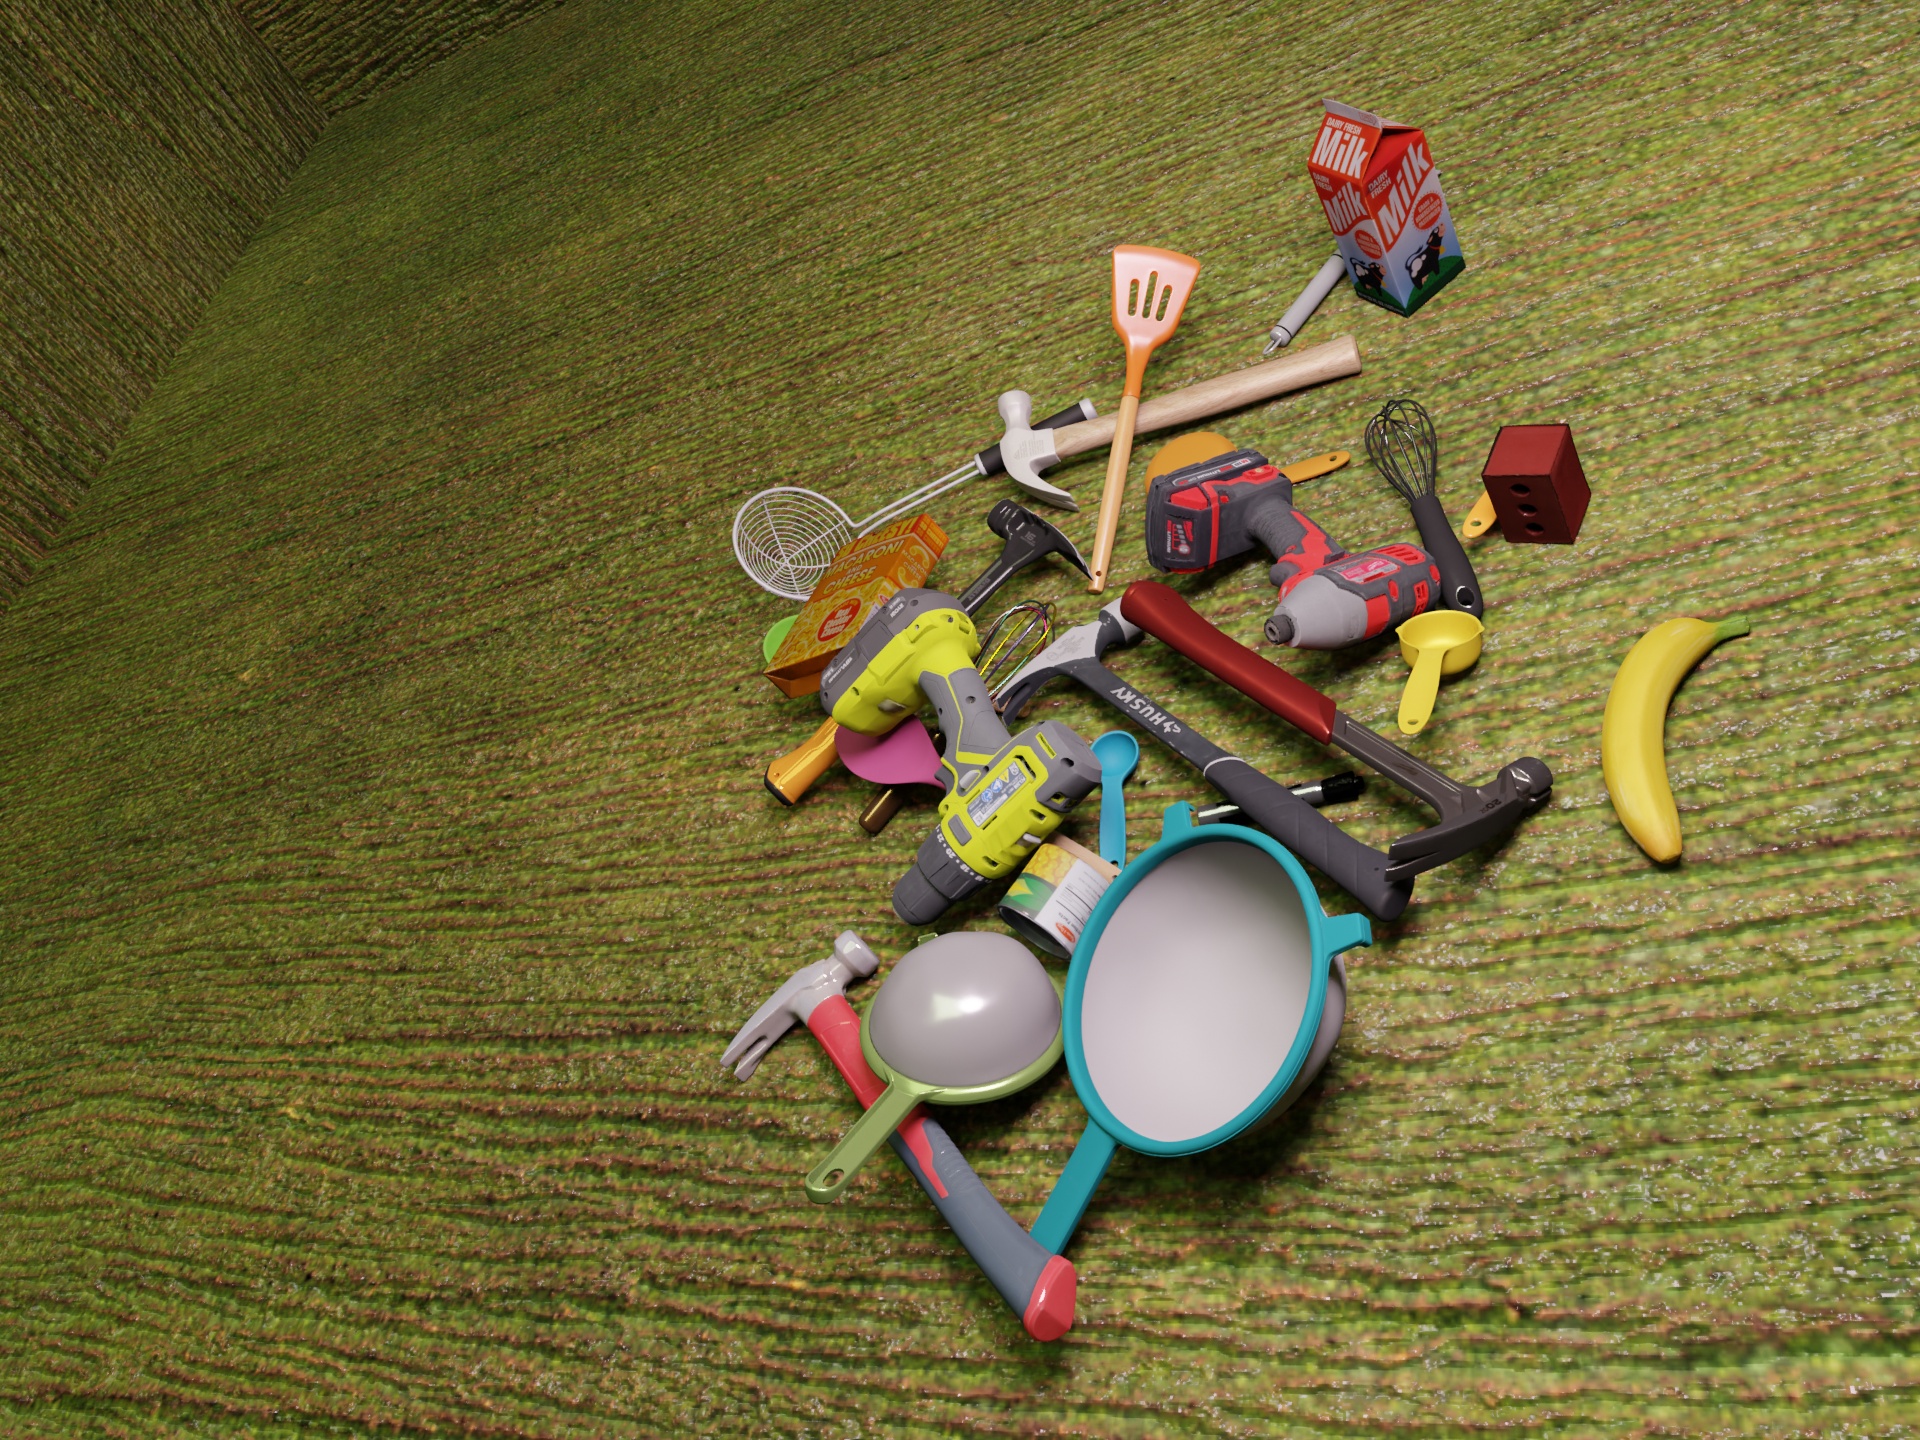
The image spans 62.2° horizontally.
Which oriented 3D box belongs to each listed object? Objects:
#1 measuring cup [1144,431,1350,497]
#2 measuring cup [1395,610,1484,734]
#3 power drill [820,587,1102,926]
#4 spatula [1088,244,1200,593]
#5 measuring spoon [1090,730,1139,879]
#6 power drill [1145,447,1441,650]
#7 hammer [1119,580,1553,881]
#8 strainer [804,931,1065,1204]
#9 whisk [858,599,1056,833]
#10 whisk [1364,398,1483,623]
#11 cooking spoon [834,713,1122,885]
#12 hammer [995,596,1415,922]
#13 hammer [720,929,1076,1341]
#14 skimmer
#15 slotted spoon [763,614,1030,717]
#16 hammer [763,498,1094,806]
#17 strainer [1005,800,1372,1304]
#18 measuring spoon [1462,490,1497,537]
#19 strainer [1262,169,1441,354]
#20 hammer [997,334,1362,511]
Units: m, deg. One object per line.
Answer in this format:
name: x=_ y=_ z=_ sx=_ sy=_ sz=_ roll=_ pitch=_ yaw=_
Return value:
measuring cup: x=0.239 y=-0.215 z=1.347 sx=0.173 sy=0.052 sz=0.095 roll=-14 pitch=48 yaw=27
measuring cup: x=0.327 y=-0.026 z=1.109 sx=0.062 sy=0.029 sz=0.157 roll=1 pitch=35 yaw=27
power drill: x=-0.016 y=0.027 z=1.227 sx=0.190 sy=0.080 sz=0.229 roll=-45 pitch=54 yaw=17
spatula: x=0.147 y=-0.266 z=1.406 sx=0.081 sy=0.041 sz=0.323 roll=11 pitch=75 yaw=0
measuring spoon: x=0.120 y=0.069 z=1.218 sx=0.042 sy=0.021 sz=0.129 roll=-11 pitch=58 yaw=23
power drill: x=0.243 y=-0.124 z=1.222 sx=0.143 sy=0.078 sz=0.220 roll=-21 pitch=39 yaw=-23
hammer: x=0.230 y=-0.011 z=1.132 sx=0.149 sy=0.036 sz=0.359 roll=-22 pitch=39 yaw=-27
strainer: x=-0.027 y=0.215 z=1.066 sx=0.151 sy=0.069 sz=0.256 roll=14 pitch=36 yaw=29
whisk: x=-0.002 y=-0.004 z=1.320 sx=0.245 sy=0.051 sz=0.047 roll=-51 pitch=55 yaw=1
whisk: x=0.363 y=-0.166 z=1.231 sx=0.055 sy=0.055 sz=0.239 roll=-22 pitch=50 yaw=18
cooking spoon: x=0.014 y=0.061 z=1.253 sx=0.319 sy=0.017 sz=0.069 roll=29 pitch=85 yaw=36
hammer: x=0.176 y=0.029 z=1.158 sx=0.149 sy=0.036 sz=0.409 roll=-32 pitch=38 yaw=-14
hammer: x=-0.045 y=0.291 z=1.090 sx=0.143 sy=0.038 sz=0.387 roll=-44 pitch=37 yaw=-4
skimmer: x=-0.042 y=-0.226 z=1.523 sx=0.363 sy=0.090 sz=0.127 roll=-26 pitch=72 yaw=11
slotted spoon: x=-0.061 y=-0.042 z=1.424 sx=0.314 sy=0.031 sz=0.070 roll=17 pitch=65 yaw=40
hammer: x=-0.037 y=-0.049 z=1.374 sx=0.337 sy=0.034 sz=0.127 roll=-45 pitch=46 yaw=-5
strainer: x=0.140 y=0.235 z=1.017 sx=0.211 sy=0.095 sz=0.340 roll=35 pitch=98 yaw=55
measuring spoon: x=0.410 y=-0.177 z=1.212 sx=0.021 sy=0.011 sz=0.117 roll=18 pitch=53 yaw=34
strainer: x=0.357 y=-0.433 z=1.468 sx=0.258 sy=0.050 sz=0.087 roll=-51 pitch=28 yaw=-9
hammer: x=0.194 y=-0.279 z=1.433 sx=0.331 sy=0.031 sz=0.130 roll=-14 pitch=66 yaw=18
